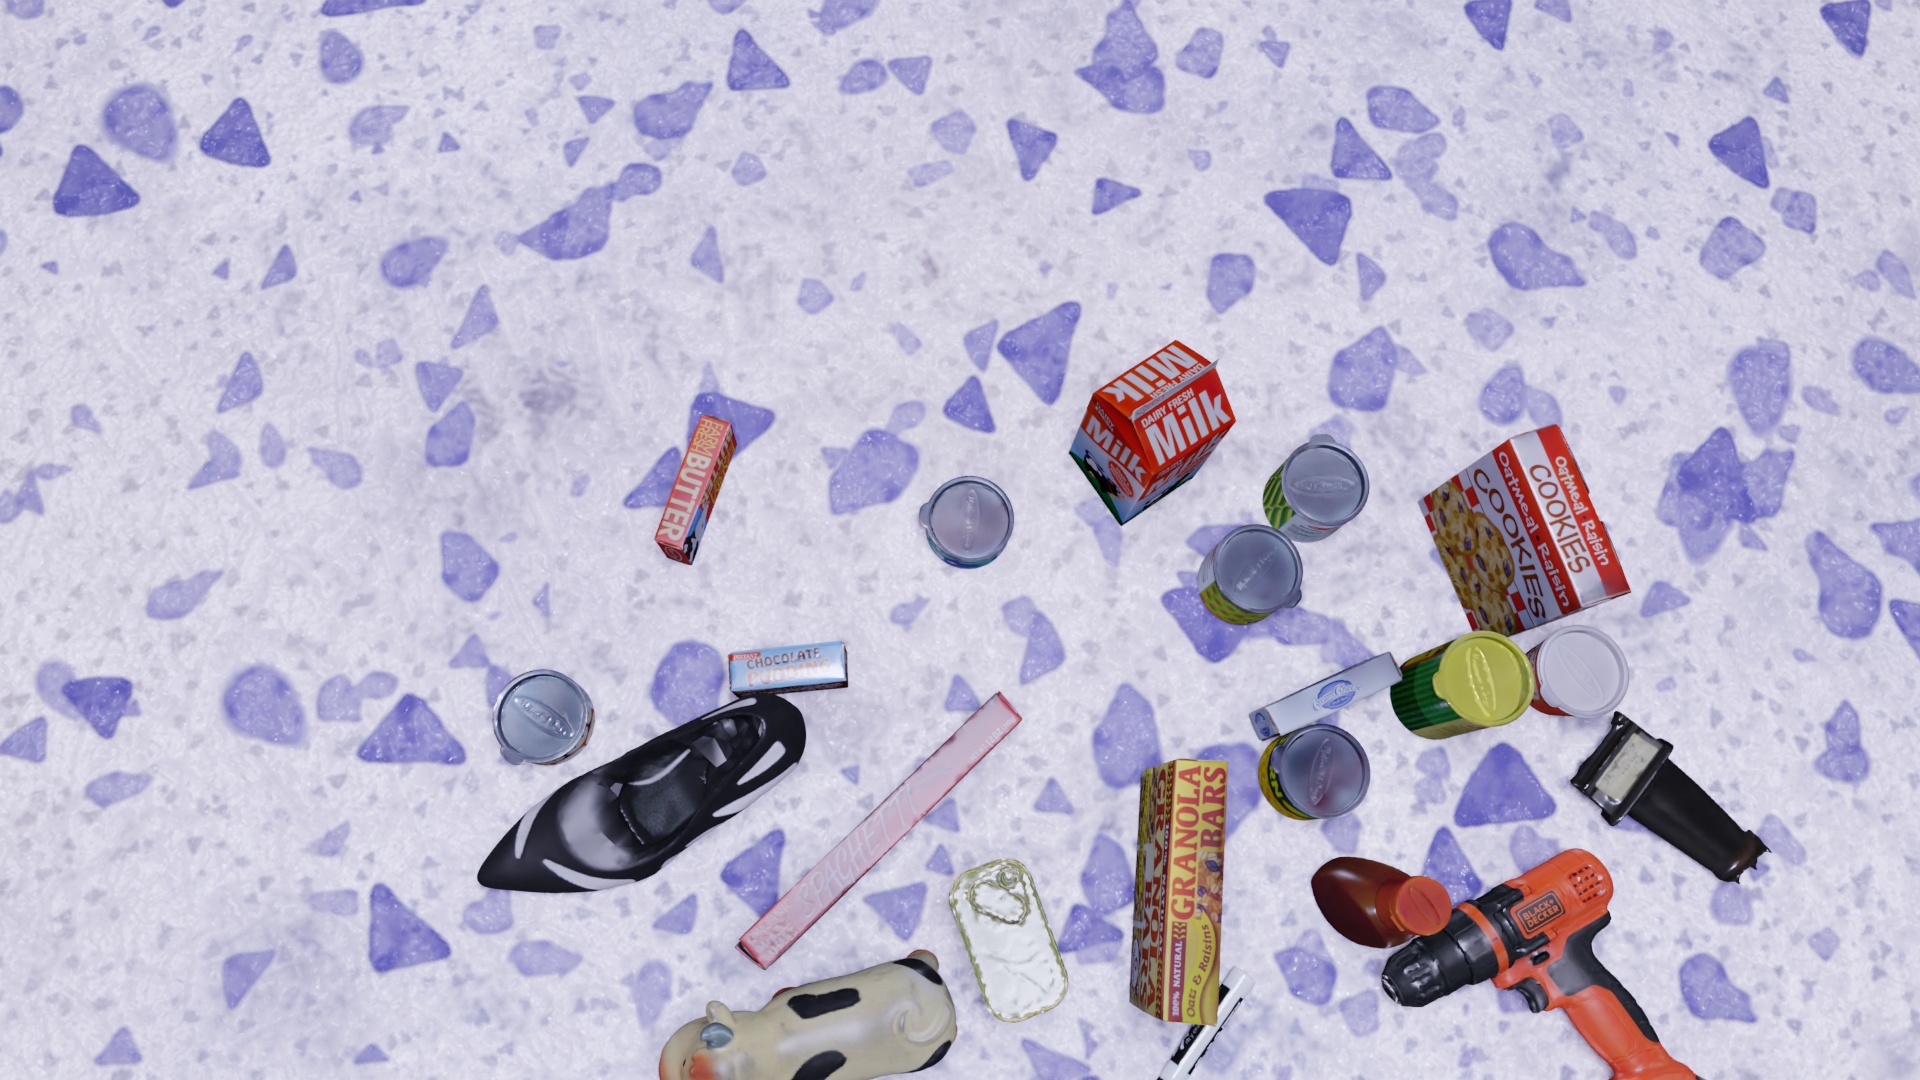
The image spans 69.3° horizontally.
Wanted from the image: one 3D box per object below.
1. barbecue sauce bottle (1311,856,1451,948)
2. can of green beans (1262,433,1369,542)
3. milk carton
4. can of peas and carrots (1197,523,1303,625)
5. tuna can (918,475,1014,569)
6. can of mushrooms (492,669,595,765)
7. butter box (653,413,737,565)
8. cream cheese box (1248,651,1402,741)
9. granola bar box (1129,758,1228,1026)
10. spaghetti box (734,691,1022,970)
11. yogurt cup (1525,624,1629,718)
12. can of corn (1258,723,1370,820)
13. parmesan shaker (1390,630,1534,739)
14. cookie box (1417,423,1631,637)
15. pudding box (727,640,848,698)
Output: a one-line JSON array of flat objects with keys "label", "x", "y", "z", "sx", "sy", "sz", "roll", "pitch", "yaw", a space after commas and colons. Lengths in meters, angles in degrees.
[{"label": "barbecue sauce bottle", "x": 0.284, "y": 0.245, "z": 0.936, "sx": 0.044, "sy": 0.148, "sz": 0.065, "roll": -34, "pitch": 81, "yaw": -10}, {"label": "can of green beans", "x": 0.268, "y": -0.036, "z": 1.051, "sx": 0.071, "sy": 0.057, "sz": 0.071, "roll": 1, "pitch": 76, "yaw": -3}, {"label": "milk carton", "x": 0.135, "y": -0.079, "z": 0.986, "sx": 0.072, "sy": 0.190, "sz": 0.073, "roll": -33, "pitch": 81, "yaw": -10}, {"label": "can of peas and carrots", "x": 0.216, "y": 0.028, "z": 1.032, "sx": 0.071, "sy": 0.058, "sz": 0.071, "roll": 1, "pitch": 76, "yaw": -3}, {"label": "tuna can", "x": 0.004, "y": -0.013, "z": 1.043, "sx": 0.071, "sy": 0.032, "sz": 0.071, "roll": 1, "pitch": 76, "yaw": -3}, {"label": "can of mushrooms", "x": -0.298, "y": 0.129, "z": 0.991, "sx": 0.071, "sy": 0.033, "sz": 0.071, "roll": 1, "pitch": 76, "yaw": -3}, {"label": "butter box", "x": -0.195, "y": -0.037, "z": 1.028, "sx": 0.024, "sy": 0.053, "sz": 0.104, "roll": 18, "pitch": 76, "yaw": 1}, {"label": "cream cheese box", "x": 0.266, "y": 0.115, "z": 1.016, "sx": 0.104, "sy": 0.053, "sz": 0.024, "roll": -23, "pitch": 79, "yaw": -8}, {"label": "granola bar box", "x": 0.146, "y": 0.236, "z": 0.943, "sx": 0.039, "sy": 0.124, "sz": 0.166, "roll": 6, "pitch": 76, "yaw": -2}, {"label": "spaghetti box", "x": -0.055, "y": 0.203, "z": 0.977, "sx": 0.250, "sy": 0.050, "sz": 0.029, "roll": -43, "pitch": 82, "yaw": -12}, {"label": "yogurt cup", "x": 0.450, "y": 0.100, "z": 1.030, "sx": 0.072, "sy": 0.054, "sz": 0.072, "roll": 1, "pitch": 76, "yaw": -3}, {"label": "can of corn", "x": 0.251, "y": 0.167, "z": 1.000, "sx": 0.071, "sy": 0.058, "sz": 0.071, "roll": 1, "pitch": 76, "yaw": -3}, {"label": "parmesan shaker", "x": 0.354, "y": 0.106, "z": 0.998, "sx": 0.071, "sy": 0.103, "sz": 0.071, "roll": 1, "pitch": 76, "yaw": -3}, {"label": "cookie box", "x": 0.398, "y": 0.001, "z": 0.993, "sx": 0.040, "sy": 0.167, "sz": 0.123, "roll": -17, "pitch": 78, "yaw": -7}, {"label": "pudding box", "x": -0.123, "y": 0.093, "z": 1.001, "sx": 0.084, "sy": 0.049, "sz": 0.030, "roll": -5, "pitch": 77, "yaw": -4}]
